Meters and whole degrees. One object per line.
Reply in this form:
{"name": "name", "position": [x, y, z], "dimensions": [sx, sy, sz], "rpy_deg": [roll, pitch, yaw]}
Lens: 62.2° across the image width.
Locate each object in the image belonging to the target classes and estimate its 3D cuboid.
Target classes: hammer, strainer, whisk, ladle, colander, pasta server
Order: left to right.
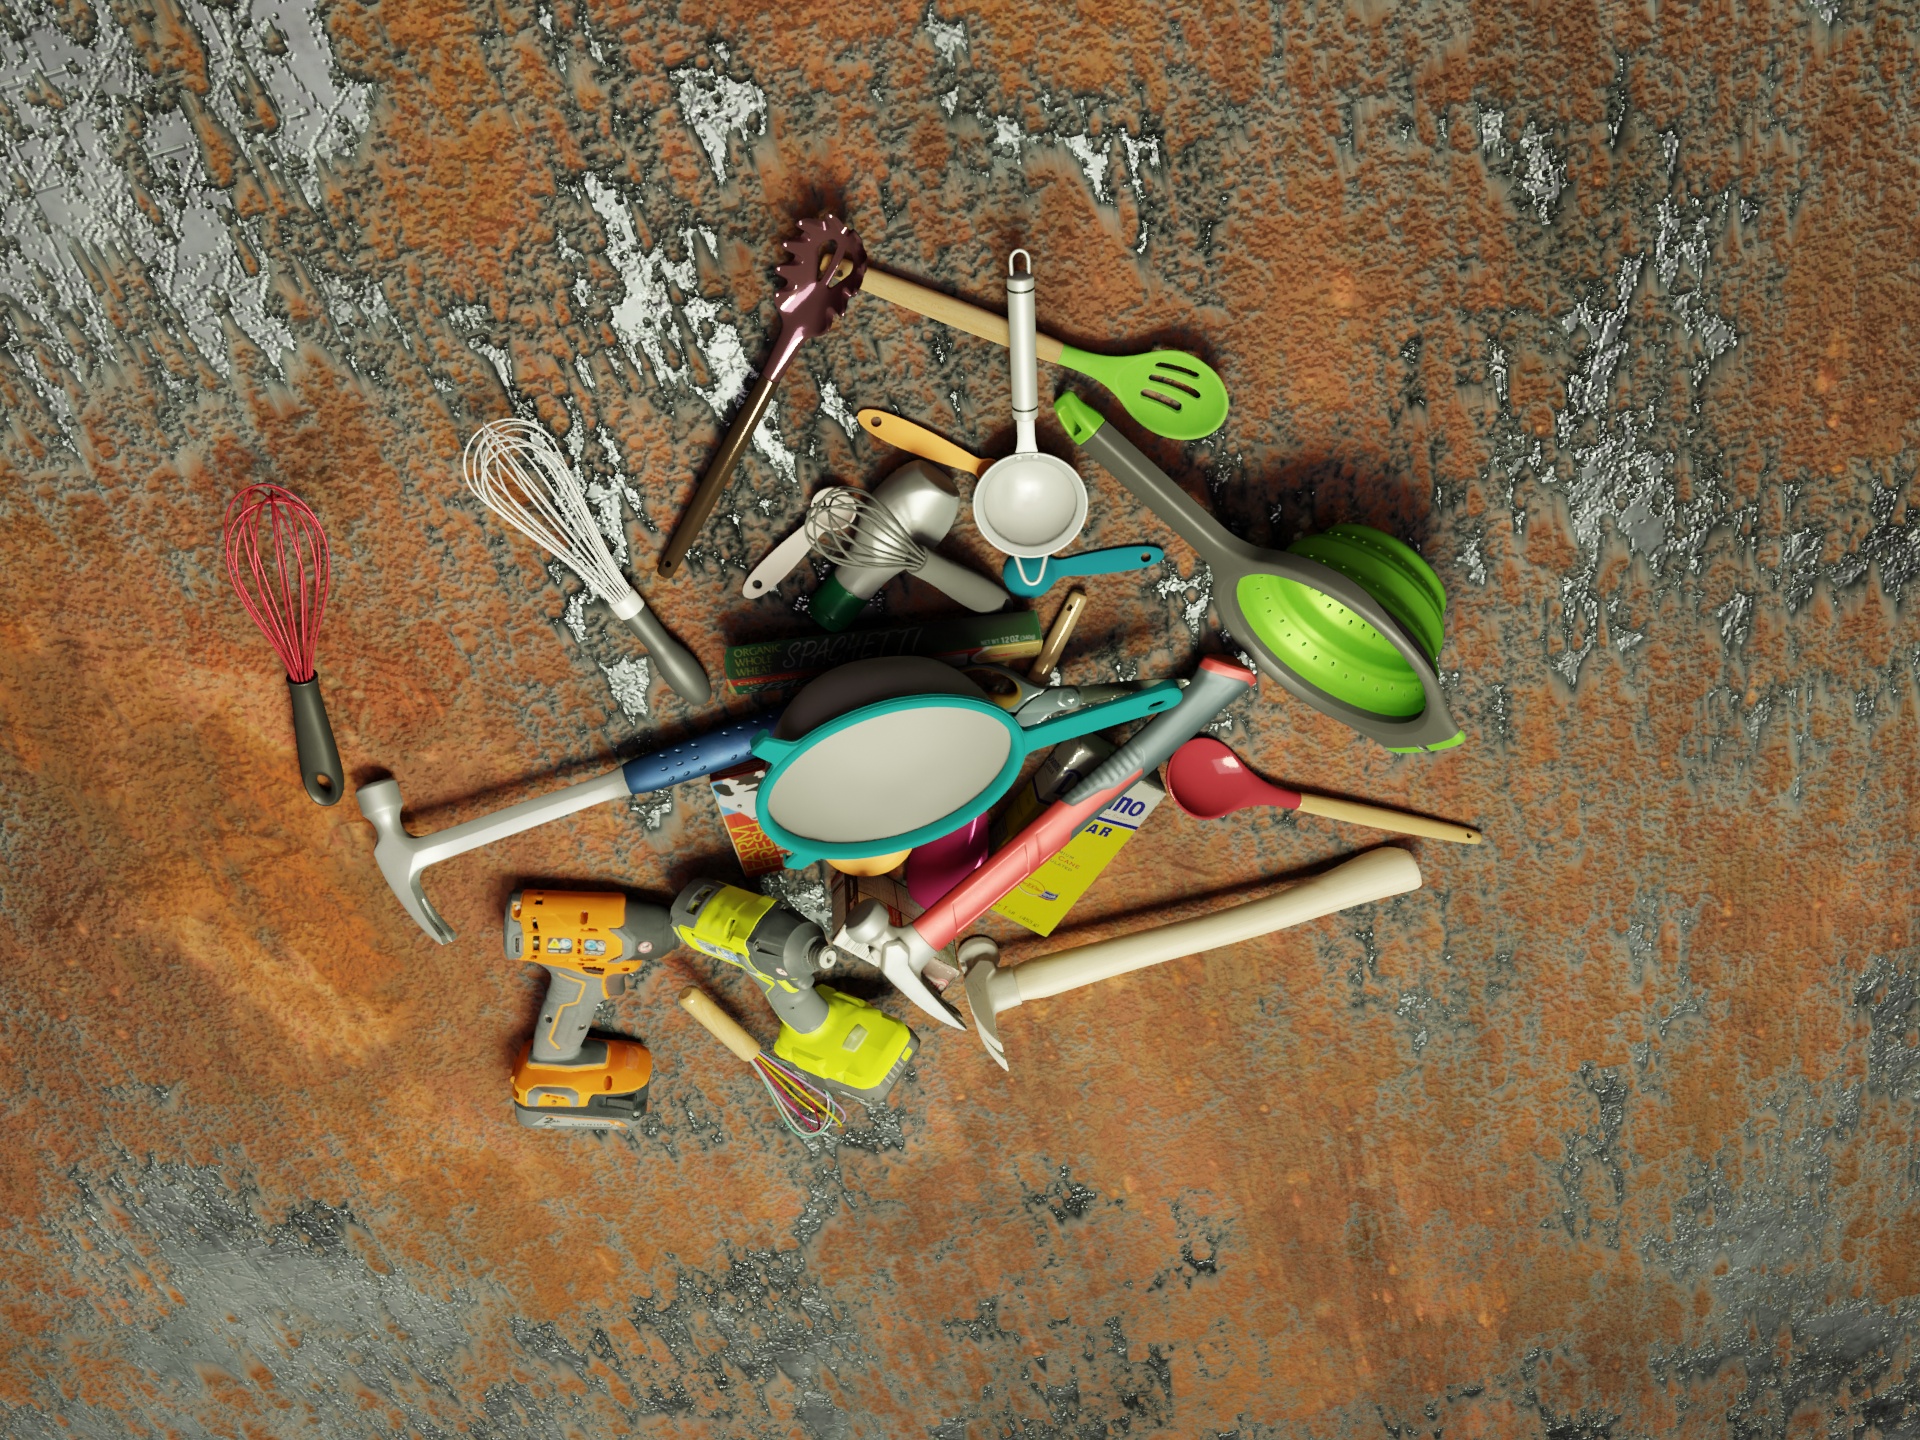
{"name": "whisk", "position": [-0.507, -0.049, 1.218], "dimensions": [0.073, 0.073, 0.295], "rpy_deg": [1, 127, -6]}
{"name": "whisk", "position": [-0.272, -0.113, 1.204], "dimensions": [0.070, 0.070, 0.284], "rpy_deg": [-27, 125, 11]}
{"name": "hammer", "position": [-0.278, 0.057, 1.292], "dimensions": [0.405, 0.035, 0.144], "rpy_deg": [-19, 91, 2]}
{"name": "pasta server", "position": [-0.152, -0.224, 1.146], "dimensions": [0.060, 0.040, 0.316], "rpy_deg": [35, 119, -1]}
{"name": "whisk", "position": [-0.182, 0.313, 1.451], "dimensions": [0.051, 0.047, 0.244], "rpy_deg": [-37, 128, 0]}
{"name": "whisk", "position": [-0.032, -0.116, 1.176], "dimensions": [0.055, 0.055, 0.238], "rpy_deg": [-43, 145, 19]}
{"name": "strainer", "position": [-0.002, -0.004, 1.232], "dimensions": [0.340, 0.095, 0.210], "rpy_deg": [-16, 148, -7]}
{"name": "strainer", "position": [0.049, -0.220, 1.159], "dimensions": [0.087, 0.050, 0.258], "rpy_deg": [-2, 128, 3]}
{"name": "hammer", "position": [0.094, 0.092, 1.303], "dimensions": [0.386, 0.038, 0.143], "rpy_deg": [-40, 113, 4]}
{"name": "hammer", "position": [0.206, 0.194, 1.391], "dimensions": [0.410, 0.146, 0.038], "rpy_deg": [-16, 120, -1]}
{"name": "colander", "position": [0.242, -0.136, 1.211], "dimensions": [0.397, 0.204, 0.094], "rpy_deg": [41, 76, -8]}
{"name": "ladle", "position": [0.316, 0.073, 1.381], "dimensions": [0.315, 0.031, 0.069], "rpy_deg": [12, 85, -16]}

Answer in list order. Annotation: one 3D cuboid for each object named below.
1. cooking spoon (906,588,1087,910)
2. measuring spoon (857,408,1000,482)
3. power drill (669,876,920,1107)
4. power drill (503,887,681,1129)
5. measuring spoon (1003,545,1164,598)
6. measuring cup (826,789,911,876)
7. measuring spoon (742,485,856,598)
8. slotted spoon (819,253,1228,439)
{"name": "cooking spoon", "position": [0.031, 0.030, 1.324], "dimensions": [0.069, 0.017, 0.318], "rpy_deg": [35, 113, 22]}
{"name": "measuring spoon", "position": [-0.023, -0.208, 1.195], "dimensions": [0.117, 0.011, 0.021], "rpy_deg": [21, 113, -13]}
{"name": "power drill", "position": [-0.132, 0.231, 1.354], "dimensions": [0.171, 0.080, 0.223], "rpy_deg": [11, 145, 41]}
{"name": "power drill", "position": [-0.316, 0.251, 1.401], "dimensions": [0.164, 0.084, 0.226], "rpy_deg": [3, 117, -9]}
{"name": "measuring spoon", "position": [0.098, -0.119, 1.250], "dimensions": [0.128, 0.021, 0.042], "rpy_deg": [-8, 121, 1]}
{"name": "measuring cup", "position": [-0.074, 0.054, 1.319], "dimensions": [0.095, 0.052, 0.173], "rpy_deg": [5, 122, -8]}
{"name": "measuring spoon", "position": [-0.126, -0.137, 1.226], "dimensions": [0.034, 0.018, 0.124], "rpy_deg": [40, 117, -19]}
{"name": "slotted spoon", "position": [0.049, -0.277, 1.149], "dimensions": [0.313, 0.031, 0.070], "rpy_deg": [18, 133, -13]}
